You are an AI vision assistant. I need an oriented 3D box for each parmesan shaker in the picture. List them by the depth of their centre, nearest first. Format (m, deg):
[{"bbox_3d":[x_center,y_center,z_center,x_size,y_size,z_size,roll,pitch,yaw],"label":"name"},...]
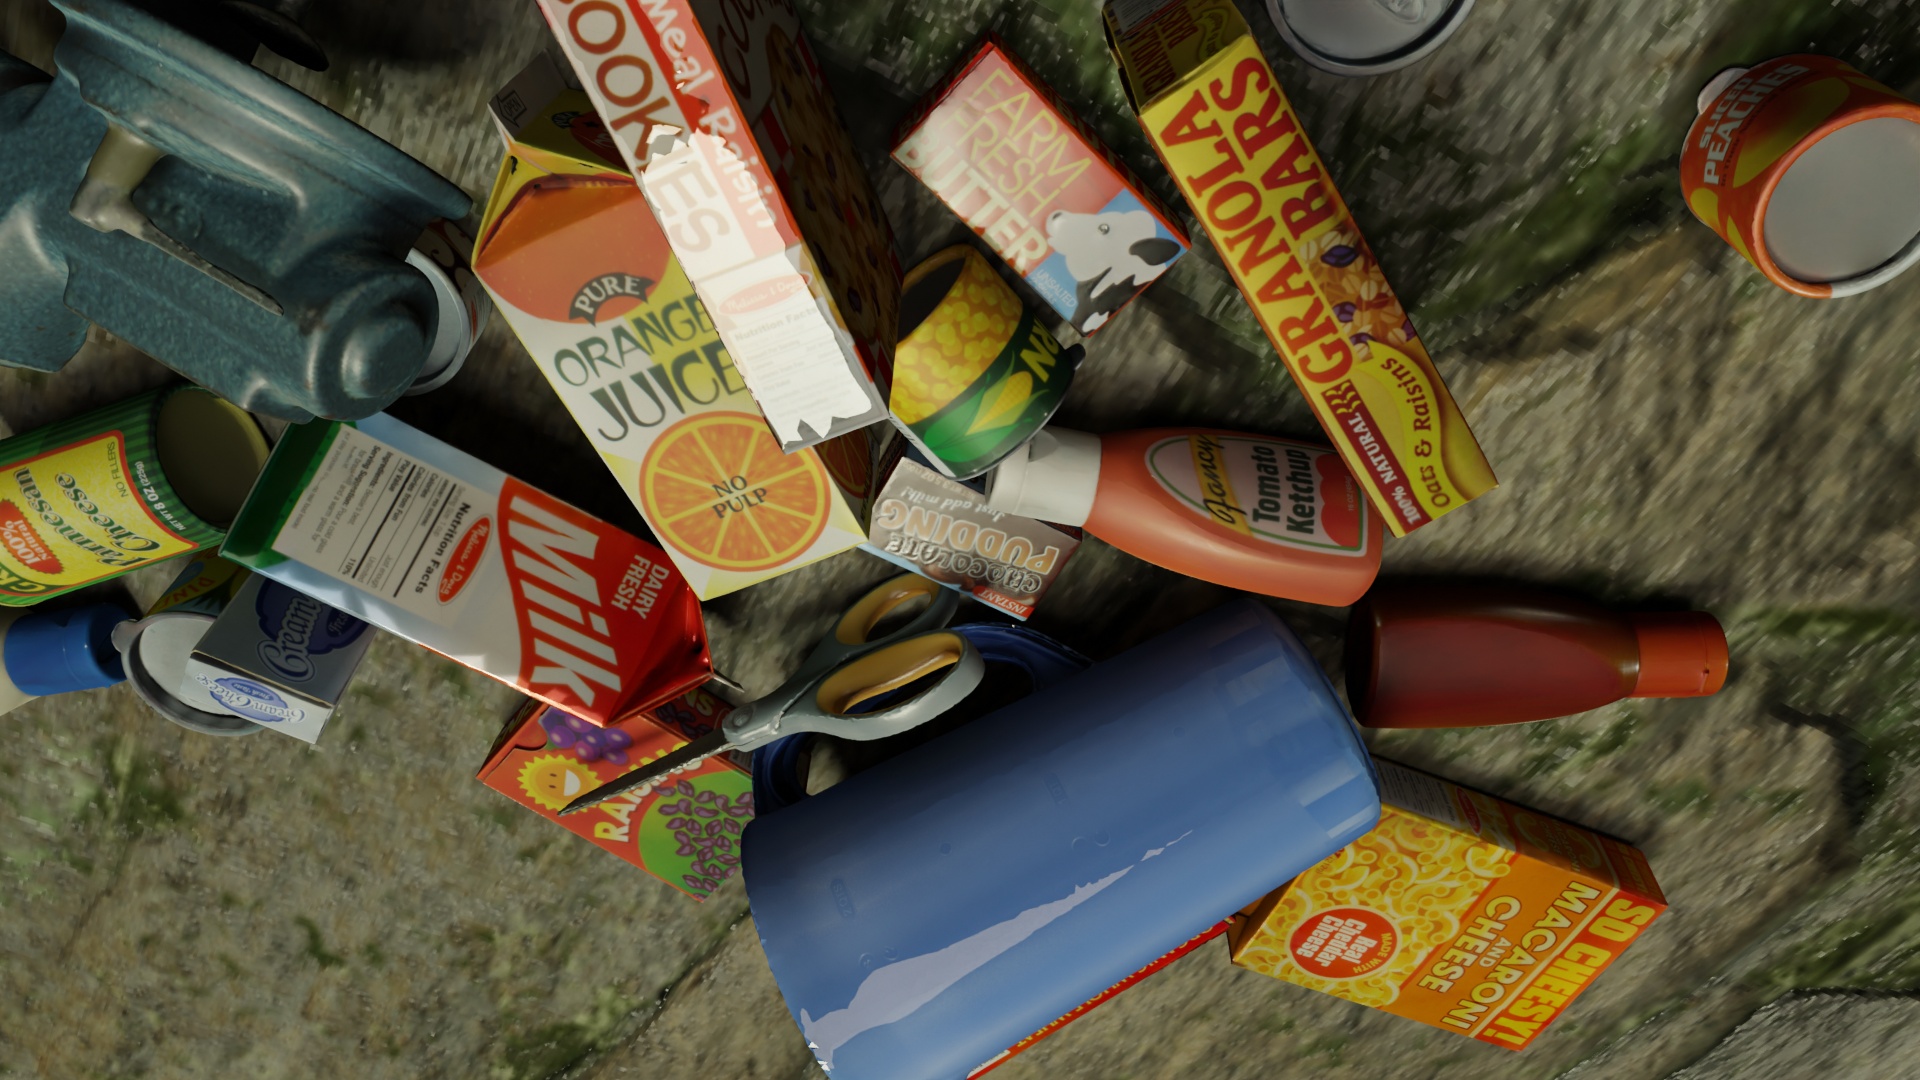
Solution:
[{"bbox_3d":[-0.337,-0.021,0.546,0.103,0.072,0.071,-16,122,12],"label":"parmesan shaker"}]

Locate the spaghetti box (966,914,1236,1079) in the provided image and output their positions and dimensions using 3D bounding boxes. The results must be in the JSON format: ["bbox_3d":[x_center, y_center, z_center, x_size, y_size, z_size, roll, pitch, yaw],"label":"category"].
[{"bbox_3d":[0.033,0.238,0.731,0.050,0.029,0.249,40,116,-22],"label":"spaghetti box"}]

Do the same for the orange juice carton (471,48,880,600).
[{"bbox_3d":[-0.104,-0.079,0.498,0.073,0.072,0.192,-20,121,14],"label":"orange juice carton"}]

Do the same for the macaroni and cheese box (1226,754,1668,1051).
[{"bbox_3d":[0.232,0.178,0.679,0.166,0.040,0.123,20,122,-11],"label":"macaroni and cheese box"}]

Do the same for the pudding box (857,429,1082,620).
[{"bbox_3d":[0.002,-0.007,0.567,0.084,0.030,0.049,25,121,-14],"label":"pudding box"}]

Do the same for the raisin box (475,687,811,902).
[{"bbox_3d":[-0.144,0.105,0.641,0.123,0.040,0.085,35,119,-19],"label":"raisin box"}]

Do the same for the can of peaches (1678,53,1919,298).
[{"bbox_3d":[0.285,-0.123,0.465,0.071,0.058,0.071,1,124,1],"label":"can of peaches"}]

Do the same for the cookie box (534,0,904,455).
[{"bbox_3d":[-0.067,-0.129,0.431,0.040,0.123,0.166,-18,121,12],"label":"cookie box"}]

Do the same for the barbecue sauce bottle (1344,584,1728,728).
[{"bbox_3d":[0.243,0.049,0.591,0.149,0.044,0.064,-1,124,1],"label":"barbecue sauce bottle"}]

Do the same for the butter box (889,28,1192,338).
[{"bbox_3d":[0.029,-0.124,0.492,0.103,0.024,0.053,40,117,-22],"label":"butter box"}]

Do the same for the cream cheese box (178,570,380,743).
[{"bbox_3d":[-0.261,0.031,0.556,0.053,0.104,0.024,26,119,-16],"label":"cream cheese box"}]

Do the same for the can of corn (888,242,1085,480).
[{"bbox_3d":[0.000,-0.067,0.506,0.071,0.071,0.058,-35,116,22],"label":"can of corn"}]

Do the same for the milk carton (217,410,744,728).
[{"bbox_3d":[-0.174,0.015,0.546,0.190,0.072,0.073,28,83,-15],"label":"milk carton"}]

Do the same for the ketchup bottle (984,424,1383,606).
[{"bbox_3d":[0.085,-0.016,0.537,0.149,0.065,0.043,10,145,-6],"label":"ketchup bottle"}]

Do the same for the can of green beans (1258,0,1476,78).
[{"bbox_3d":[0.122,-0.184,0.429,0.071,0.058,0.071,1,124,1],"label":"can of green beans"}]

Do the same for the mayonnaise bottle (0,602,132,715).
[{"bbox_3d":[-0.438,0.055,0.604,0.148,0.065,0.041,-9,119,3],"label":"mayonnaise bottle"}]

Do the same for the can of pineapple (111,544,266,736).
[{"bbox_3d":[-0.309,0.038,0.589,0.071,0.058,0.070,1,124,1],"label":"can of pineapple"}]

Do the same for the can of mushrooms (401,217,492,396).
[{"bbox_3d":[-0.213,-0.091,0.515,0.071,0.034,0.070,1,124,1],"label":"can of mushrooms"}]

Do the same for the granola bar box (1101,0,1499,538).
[{"bbox_3d":[0.106,-0.097,0.448,0.039,0.125,0.165,-30,118,18],"label":"granola bar box"}]
